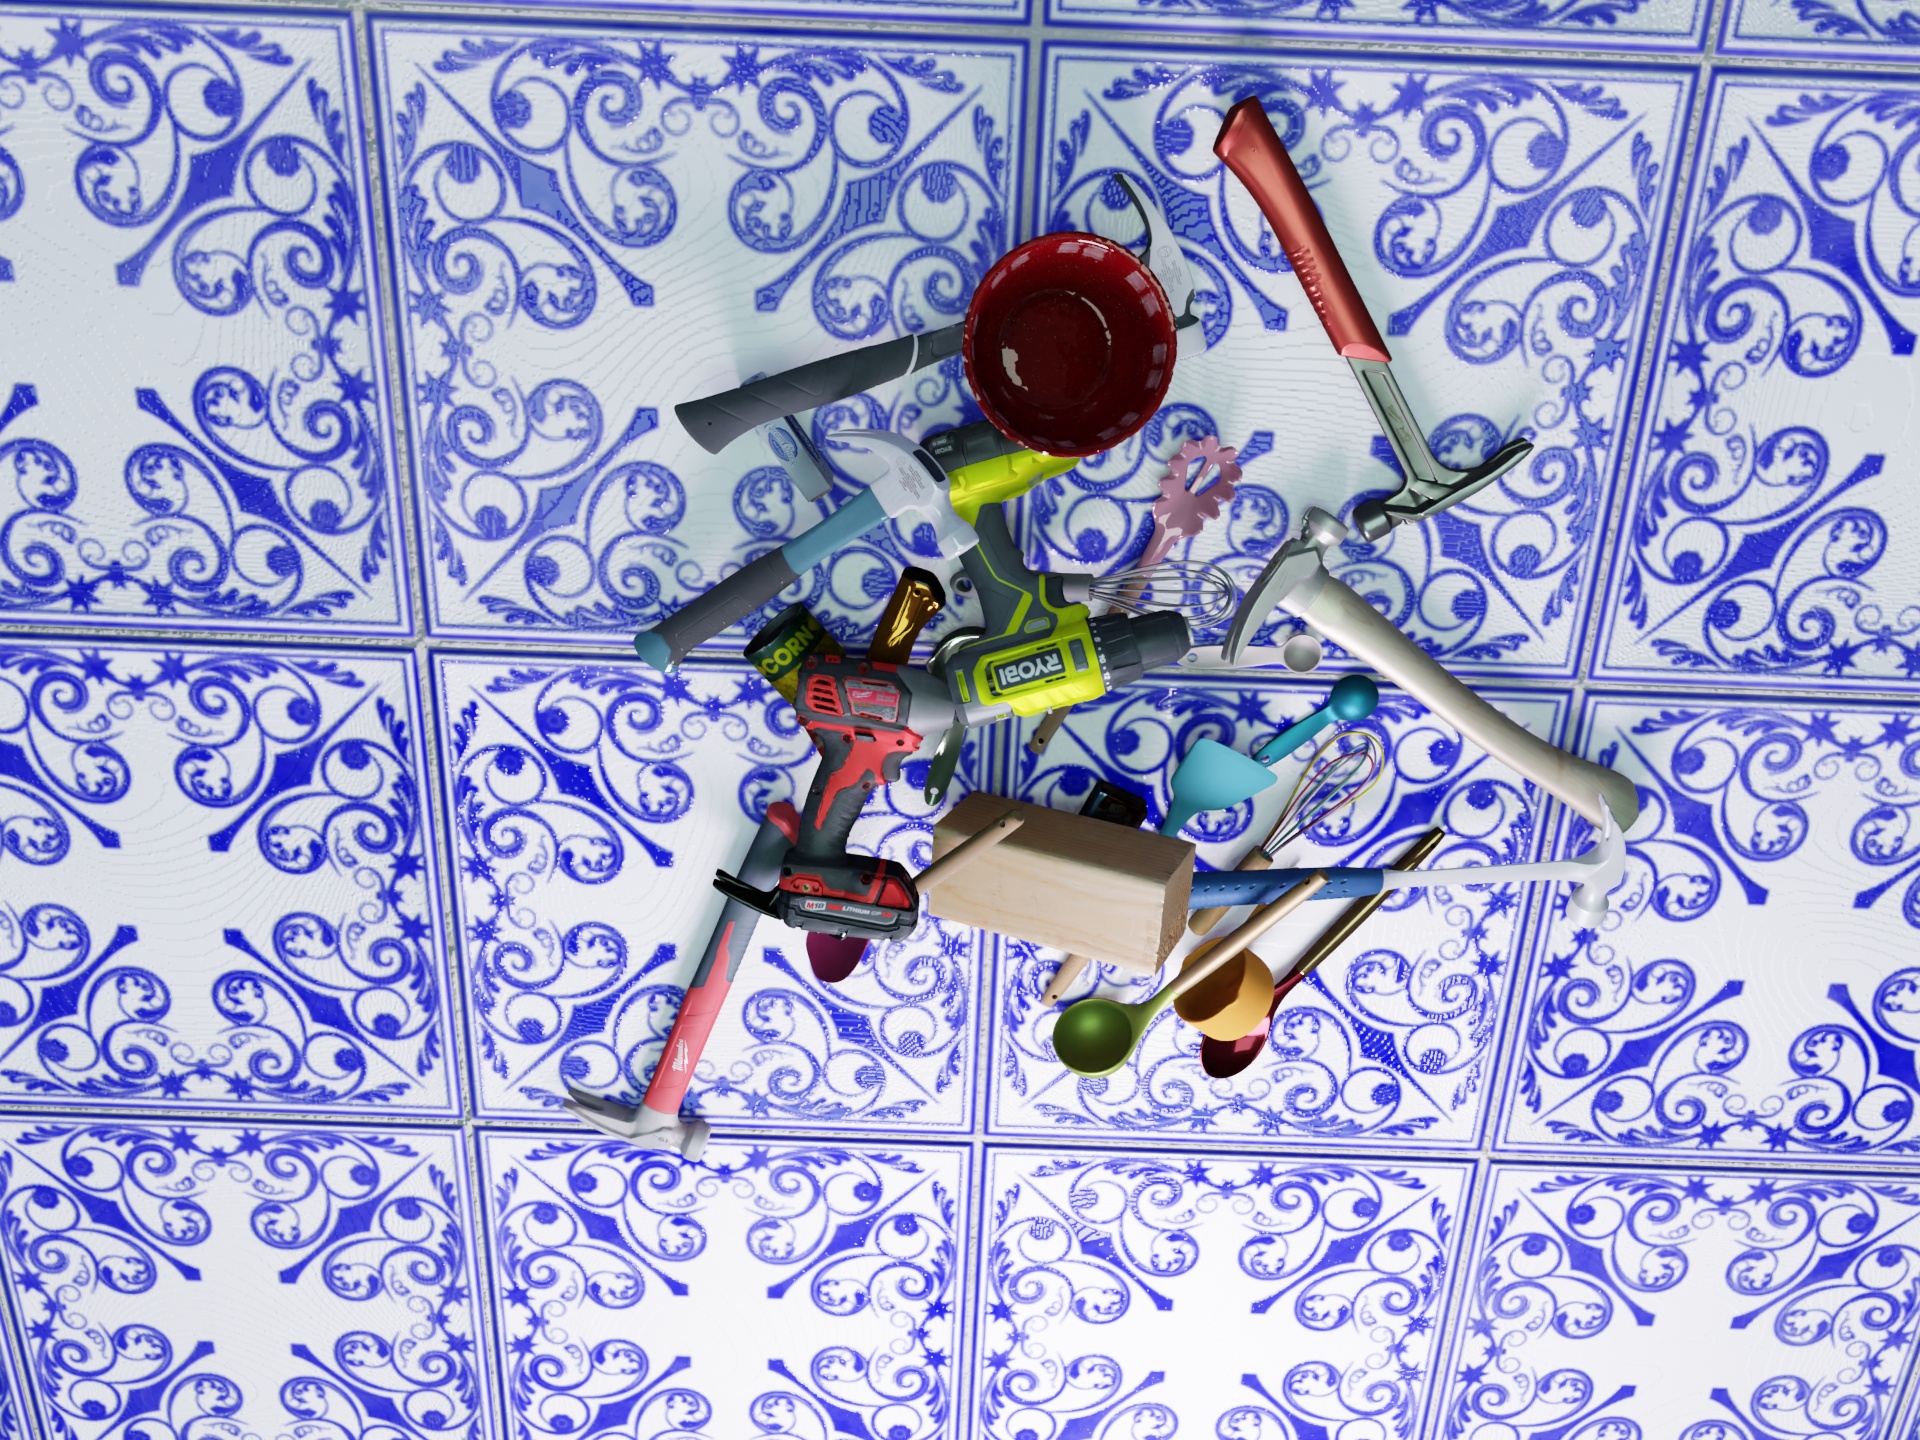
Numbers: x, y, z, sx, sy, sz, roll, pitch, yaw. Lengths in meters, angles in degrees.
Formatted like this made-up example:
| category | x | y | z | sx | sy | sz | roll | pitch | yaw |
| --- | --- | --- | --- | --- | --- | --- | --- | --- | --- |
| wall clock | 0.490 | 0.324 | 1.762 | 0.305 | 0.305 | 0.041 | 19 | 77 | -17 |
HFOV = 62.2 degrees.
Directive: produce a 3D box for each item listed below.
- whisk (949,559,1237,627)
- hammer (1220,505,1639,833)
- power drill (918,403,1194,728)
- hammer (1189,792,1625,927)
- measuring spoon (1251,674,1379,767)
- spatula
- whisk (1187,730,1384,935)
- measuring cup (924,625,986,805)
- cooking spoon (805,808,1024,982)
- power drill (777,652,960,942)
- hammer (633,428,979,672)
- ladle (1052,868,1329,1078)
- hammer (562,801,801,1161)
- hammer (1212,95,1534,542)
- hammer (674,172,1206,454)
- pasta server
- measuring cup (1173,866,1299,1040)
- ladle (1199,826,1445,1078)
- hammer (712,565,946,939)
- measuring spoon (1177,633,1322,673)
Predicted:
| category | x | y | z | sx | sy | sz | roll | pitch | yaw |
| --- | --- | --- | --- | --- | --- | --- | --- | --- | --- |
| whisk | 0.105 | -0.106 | 1.299 | 0.239 | 0.055 | 0.055 | 4 | 114 | 17 |
| hammer | 0.413 | -0.009 | 1.354 | 0.410 | 0.038 | 0.146 | 33 | 96 | -15 |
| power drill | 0.065 | -0.122 | 1.243 | 0.190 | 0.080 | 0.228 | -16 | 84 | 4 |
| hammer | 0.379 | 0.135 | 1.391 | 0.405 | 0.035 | 0.144 | -3 | 132 | -1 |
| measuring spoon | 0.307 | 0.008 | 1.380 | 0.128 | 0.021 | 0.042 | -36 | 108 | 12 |
| spatula | 0.160 | 0.145 | 1.427 | 0.082 | 0.044 | 0.317 | 27 | 111 | -15 |
| whisk | 0.287 | 0.106 | 1.412 | 0.047 | 0.051 | 0.245 | 31 | 113 | -18 |
| measuring cup | -0.002 | -0.004 | 1.369 | 0.083 | 0.038 | 0.167 | 16 | 114 | -6 |
| cooking spoon | -0.046 | 0.149 | 1.366 | 0.017 | 0.069 | 0.319 | -2 | 154 | -41 |
| power drill | -0.072 | 0.061 | 1.290 | 0.143 | 0.078 | 0.219 | 8 | 99 | -2 |
| hammer | -0.142 | -0.120 | 1.264 | 0.331 | 0.033 | 0.128 | -28 | 94 | 32 |
| ladle | 0.200 | 0.221 | 1.408 | 0.062 | 0.078 | 0.320 | 20 | 130 | -33 |
| hammer | -0.244 | 0.237 | 1.470 | 0.143 | 0.038 | 0.386 | 22 | 111 | -7 |
| hammer | 0.307 | -0.319 | 1.236 | 0.149 | 0.037 | 0.358 | -29 | 110 | 12 |
| hammer | -0.020 | -0.291 | 1.216 | 0.409 | 0.036 | 0.149 | -19 | 109 | -2 |
| pasta server | 0.137 | -0.098 | 1.328 | 0.060 | 0.040 | 0.316 | 31 | 111 | 1 |
| measuring cup | 0.268 | 0.214 | 1.446 | 0.052 | 0.095 | 0.173 | 39 | 88 | -25 |
| ladle | 0.331 | 0.213 | 1.464 | 0.069 | 0.031 | 0.315 | 32 | 108 | -29 |
| hammer | -0.099 | 0.024 | 1.344 | 0.127 | 0.034 | 0.336 | 21 | 108 | -6 |
| measuring spoon | 0.246 | -0.057 | 1.361 | 0.124 | 0.018 | 0.034 | -1 | 108 | 8 |
